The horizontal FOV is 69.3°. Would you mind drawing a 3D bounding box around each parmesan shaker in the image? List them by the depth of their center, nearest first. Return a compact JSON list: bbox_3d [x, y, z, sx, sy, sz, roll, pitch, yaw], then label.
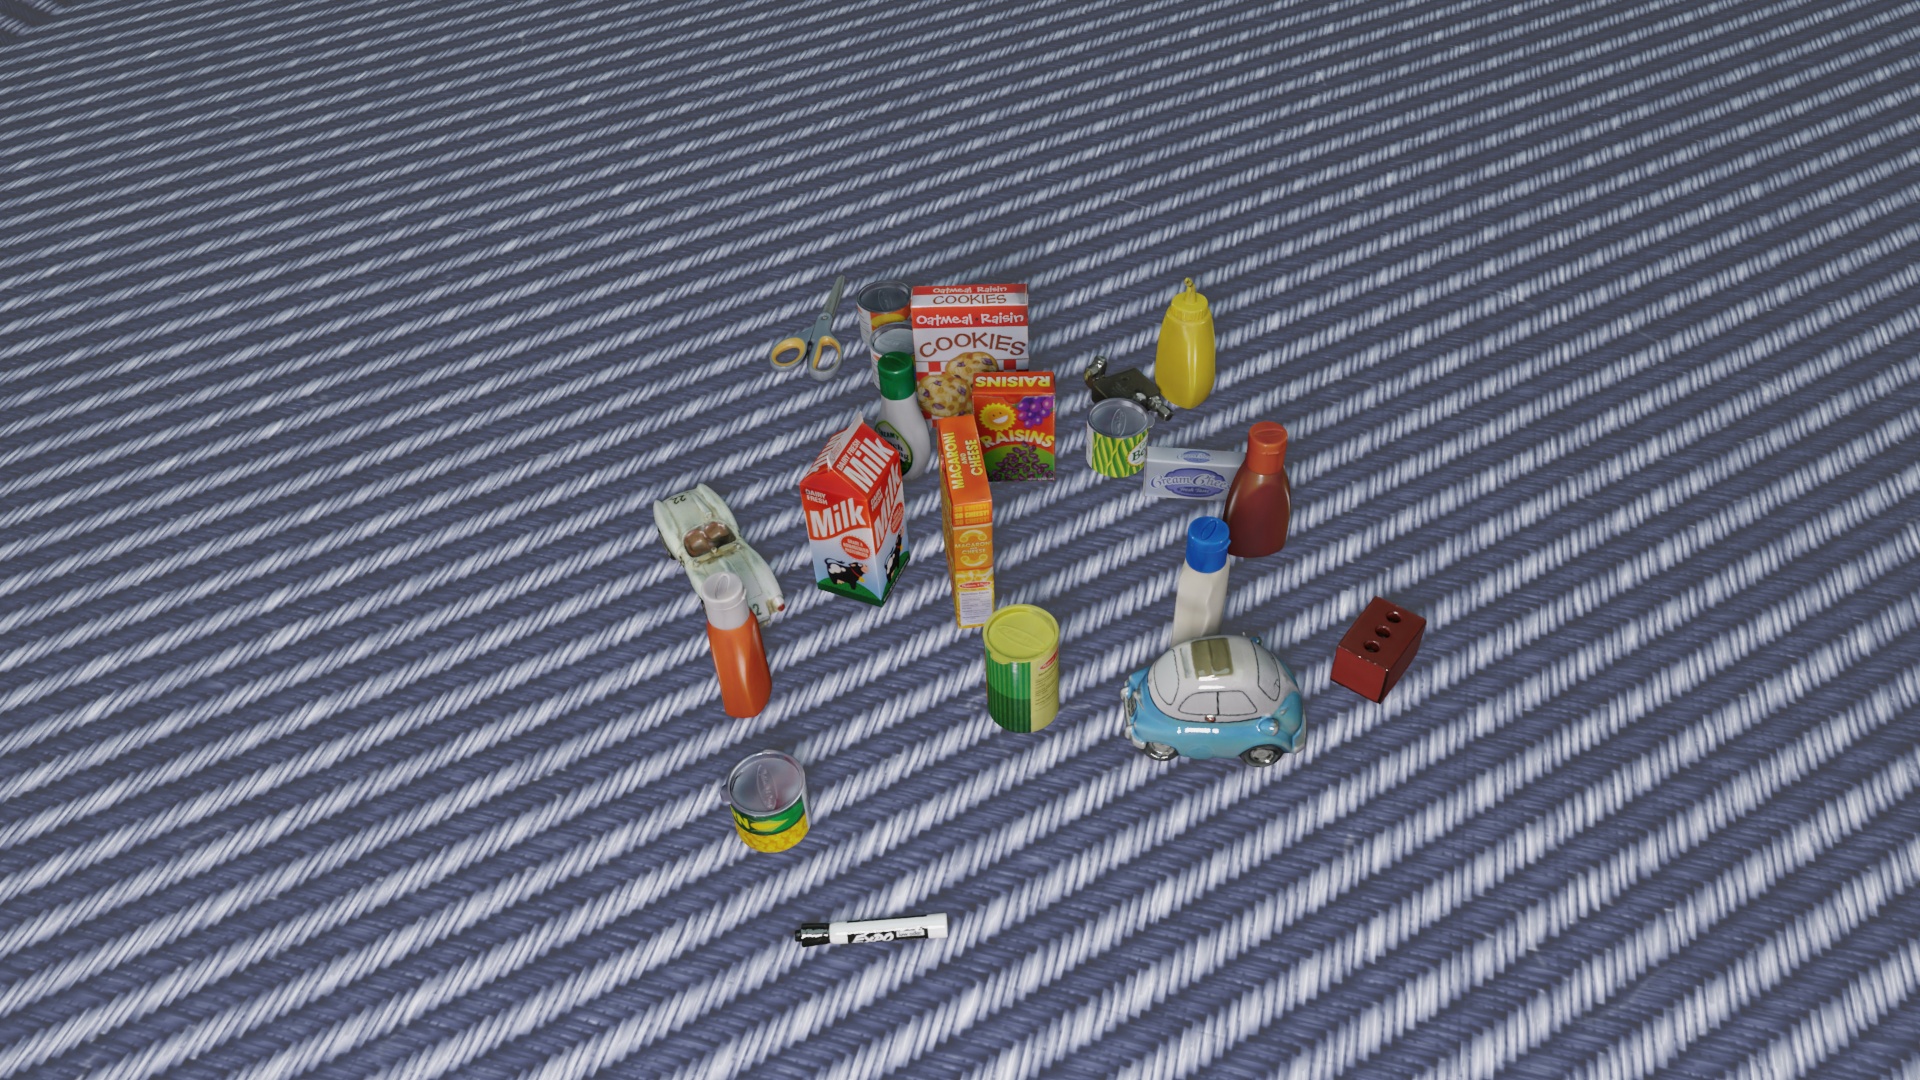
[{"bbox_3d":[0.053,0.116,1.230,0.071,0.102,0.072,-2,45,2],"label":"parmesan shaker"}]

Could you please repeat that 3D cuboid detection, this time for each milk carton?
[{"bbox_3d":[-0.101,-0.031,1.326,0.073,0.189,0.073,15,48,17],"label":"milk carton"}]

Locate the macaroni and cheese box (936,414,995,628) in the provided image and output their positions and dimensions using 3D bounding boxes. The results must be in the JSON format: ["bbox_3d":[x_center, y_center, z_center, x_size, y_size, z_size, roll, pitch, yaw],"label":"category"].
[{"bbox_3d":[0.005,-0.017,1.322,0.040,0.165,0.124,-7,45,-4],"label":"macaroni and cheese box"}]

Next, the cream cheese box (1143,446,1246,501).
[{"bbox_3d":[0.242,-0.068,1.441,0.104,0.053,0.024,4,45,7],"label":"cream cheese box"}]

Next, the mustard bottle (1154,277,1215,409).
[{"bbox_3d":[0.249,-0.220,1.519,0.049,0.159,0.065,-34,52,-27],"label":"mustard bottle"}]

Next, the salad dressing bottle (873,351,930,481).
[{"bbox_3d":[-0.063,-0.130,1.454,0.064,0.146,0.044,29,53,28],"label":"salad dressing bottle"}]

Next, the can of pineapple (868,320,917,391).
[{"bbox_3d":[-0.069,-0.210,1.598,0.071,0.057,0.071,-2,45,2],"label":"can of pineapple"}]

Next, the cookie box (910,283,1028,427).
[{"bbox_3d":[0.013,-0.199,1.505,0.123,0.166,0.040,-1,45,2],"label":"cookie box"}]

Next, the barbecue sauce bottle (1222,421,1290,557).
[{"bbox_3d":[0.292,-0.048,1.351,0.065,0.147,0.044,-6,45,-3],"label":"barbecue sauce bottle"}]

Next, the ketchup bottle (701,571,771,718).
[{"bbox_3d":[-0.200,0.091,1.238,0.043,0.148,0.065,1,45,5],"label":"ketchup bottle"}]

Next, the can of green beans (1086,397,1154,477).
[{"bbox_3d":[0.168,-0.109,1.484,0.071,0.057,0.071,-2,45,2],"label":"can of green beans"}]

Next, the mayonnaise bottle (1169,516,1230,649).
[{"bbox_3d":[0.220,0.042,1.265,0.041,0.147,0.065,21,50,22],"label":"mayonnaise bottle"}]

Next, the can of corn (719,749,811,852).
[{"bbox_3d":[-0.163,0.221,1.169,0.071,0.058,0.071,-2,45,2],"label":"can of corn"}]

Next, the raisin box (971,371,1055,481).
[{"bbox_3d":[0.056,-0.118,1.452,0.086,0.122,0.040,0,45,3],"label":"raisin box"}]

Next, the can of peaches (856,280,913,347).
[{"bbox_3d":[-0.086,-0.269,1.658,0.071,0.057,0.071,-2,45,2],"label":"can of peaches"}]
